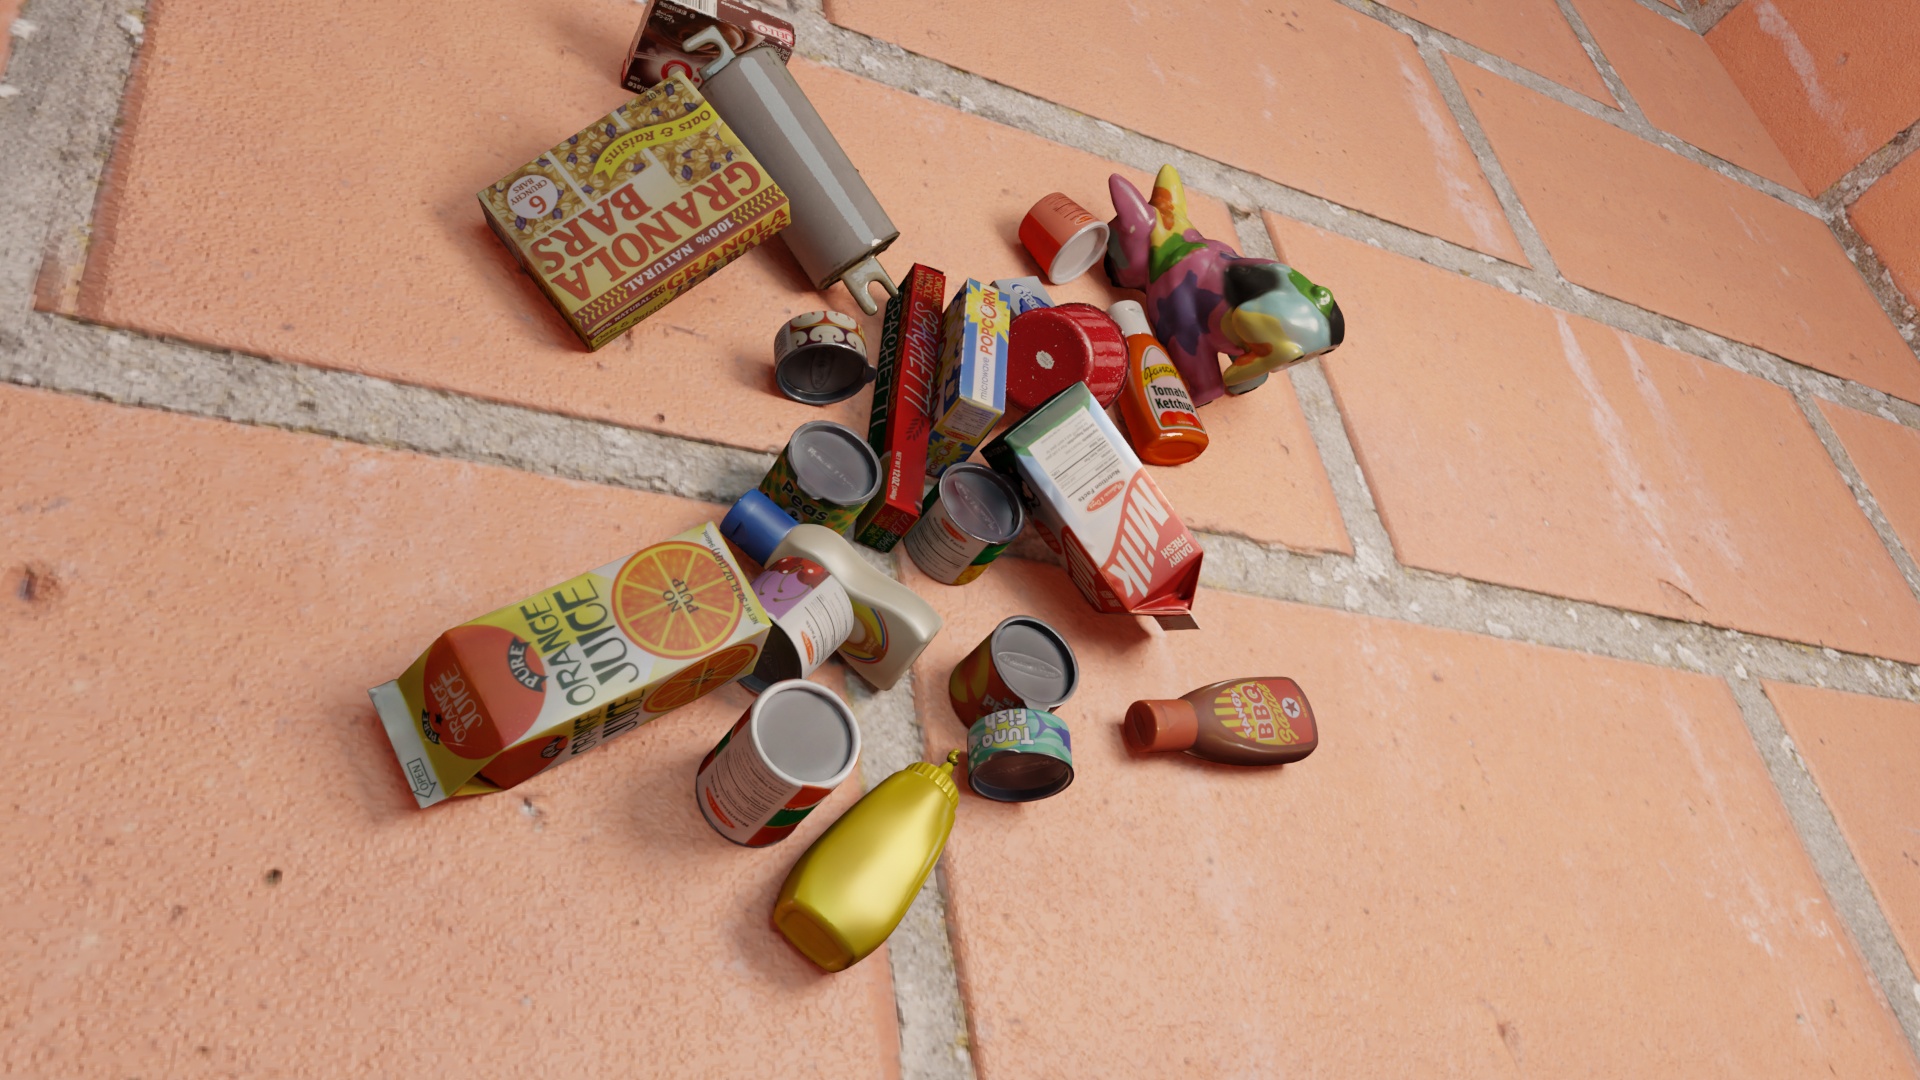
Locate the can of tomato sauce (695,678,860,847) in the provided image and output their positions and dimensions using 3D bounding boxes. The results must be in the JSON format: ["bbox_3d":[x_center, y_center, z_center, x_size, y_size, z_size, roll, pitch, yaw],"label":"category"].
[{"bbox_3d":[-0.100,0.123,0.772,0.071,0.082,0.071,18,50,-22],"label":"can of tomato sauce"}]

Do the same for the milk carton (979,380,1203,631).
[{"bbox_3d":[0.104,-0.012,0.989,0.073,0.072,0.190,-37,95,-13],"label":"milk carton"}]

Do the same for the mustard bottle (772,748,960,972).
[{"bbox_3d":[-0.041,0.173,0.799,0.065,0.048,0.161,44,44,2],"label":"mustard bottle"}]

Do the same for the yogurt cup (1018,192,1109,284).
[{"bbox_3d":[0.087,-0.265,1.208,0.073,0.072,0.054,-24,65,-43],"label":"yogurt cup"}]

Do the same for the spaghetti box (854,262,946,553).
[{"bbox_3d":[-0.042,-0.103,1.007,0.029,0.050,0.251,22,48,-20],"label":"spaghetti box"}]

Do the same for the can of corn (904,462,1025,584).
[{"bbox_3d":[0.003,-0.012,0.962,0.071,0.058,0.071,18,49,-22],"label":"can of corn"}]

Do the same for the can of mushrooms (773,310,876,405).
[{"bbox_3d":[-0.096,-0.128,0.977,0.071,0.070,0.033,11,51,-28],"label":"can of mushrooms"}]

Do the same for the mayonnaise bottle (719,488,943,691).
[{"bbox_3d":[-0.084,0.027,0.873,0.148,0.064,0.041,39,36,3],"label":"mayonnaise bottle"}]

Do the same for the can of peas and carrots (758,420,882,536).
[{"bbox_3d":[-0.094,-0.034,0.913,0.071,0.058,0.071,18,50,-22],"label":"can of peas and carrots"}]

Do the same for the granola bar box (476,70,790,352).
[{"bbox_3d":[-0.217,-0.223,0.933,0.166,0.039,0.124,-37,81,-15],"label":"granola bar box"}]

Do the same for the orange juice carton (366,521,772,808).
[{"bbox_3d":[-0.204,0.068,0.734,0.193,0.072,0.072,-25,73,-27],"label":"orange juice carton"}]

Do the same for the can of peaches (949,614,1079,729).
[{"bbox_3d":[0.034,0.093,0.904,0.071,0.057,0.071,18,50,-23],"label":"can of peaches"}]

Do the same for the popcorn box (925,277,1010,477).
[{"bbox_3d":[-0.001,-0.119,1.021,0.038,0.084,0.127,20,49,-19],"label":"popcorn box"}]

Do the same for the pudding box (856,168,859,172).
[{"bbox_3d":[-0.128,-0.294,1.107,0.084,0.030,0.050,29,47,-13],"label":"pudding box"}]

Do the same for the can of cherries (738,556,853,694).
[{"bbox_3d":[-0.109,0.051,0.836,0.071,0.071,0.059,43,44,1],"label":"can of cherries"}]

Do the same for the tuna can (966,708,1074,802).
[{"bbox_3d":[0.036,0.133,0.866,0.071,0.070,0.033,16,48,-24],"label":"tuna can"}]

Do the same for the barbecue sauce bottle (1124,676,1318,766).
[{"bbox_3d":[0.184,0.130,0.987,0.149,0.043,0.065,2,58,-32],"label":"barbecue sauce bottle"}]

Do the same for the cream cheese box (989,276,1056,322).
[{"bbox_3d":[0.065,-0.171,1.149,0.053,0.024,0.104,-16,68,-42],"label":"cream cheese box"}]

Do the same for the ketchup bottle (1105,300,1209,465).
[{"bbox_3d":[0.157,-0.134,1.169,0.065,0.043,0.149,4,55,-32],"label":"ketchup bottle"}]
